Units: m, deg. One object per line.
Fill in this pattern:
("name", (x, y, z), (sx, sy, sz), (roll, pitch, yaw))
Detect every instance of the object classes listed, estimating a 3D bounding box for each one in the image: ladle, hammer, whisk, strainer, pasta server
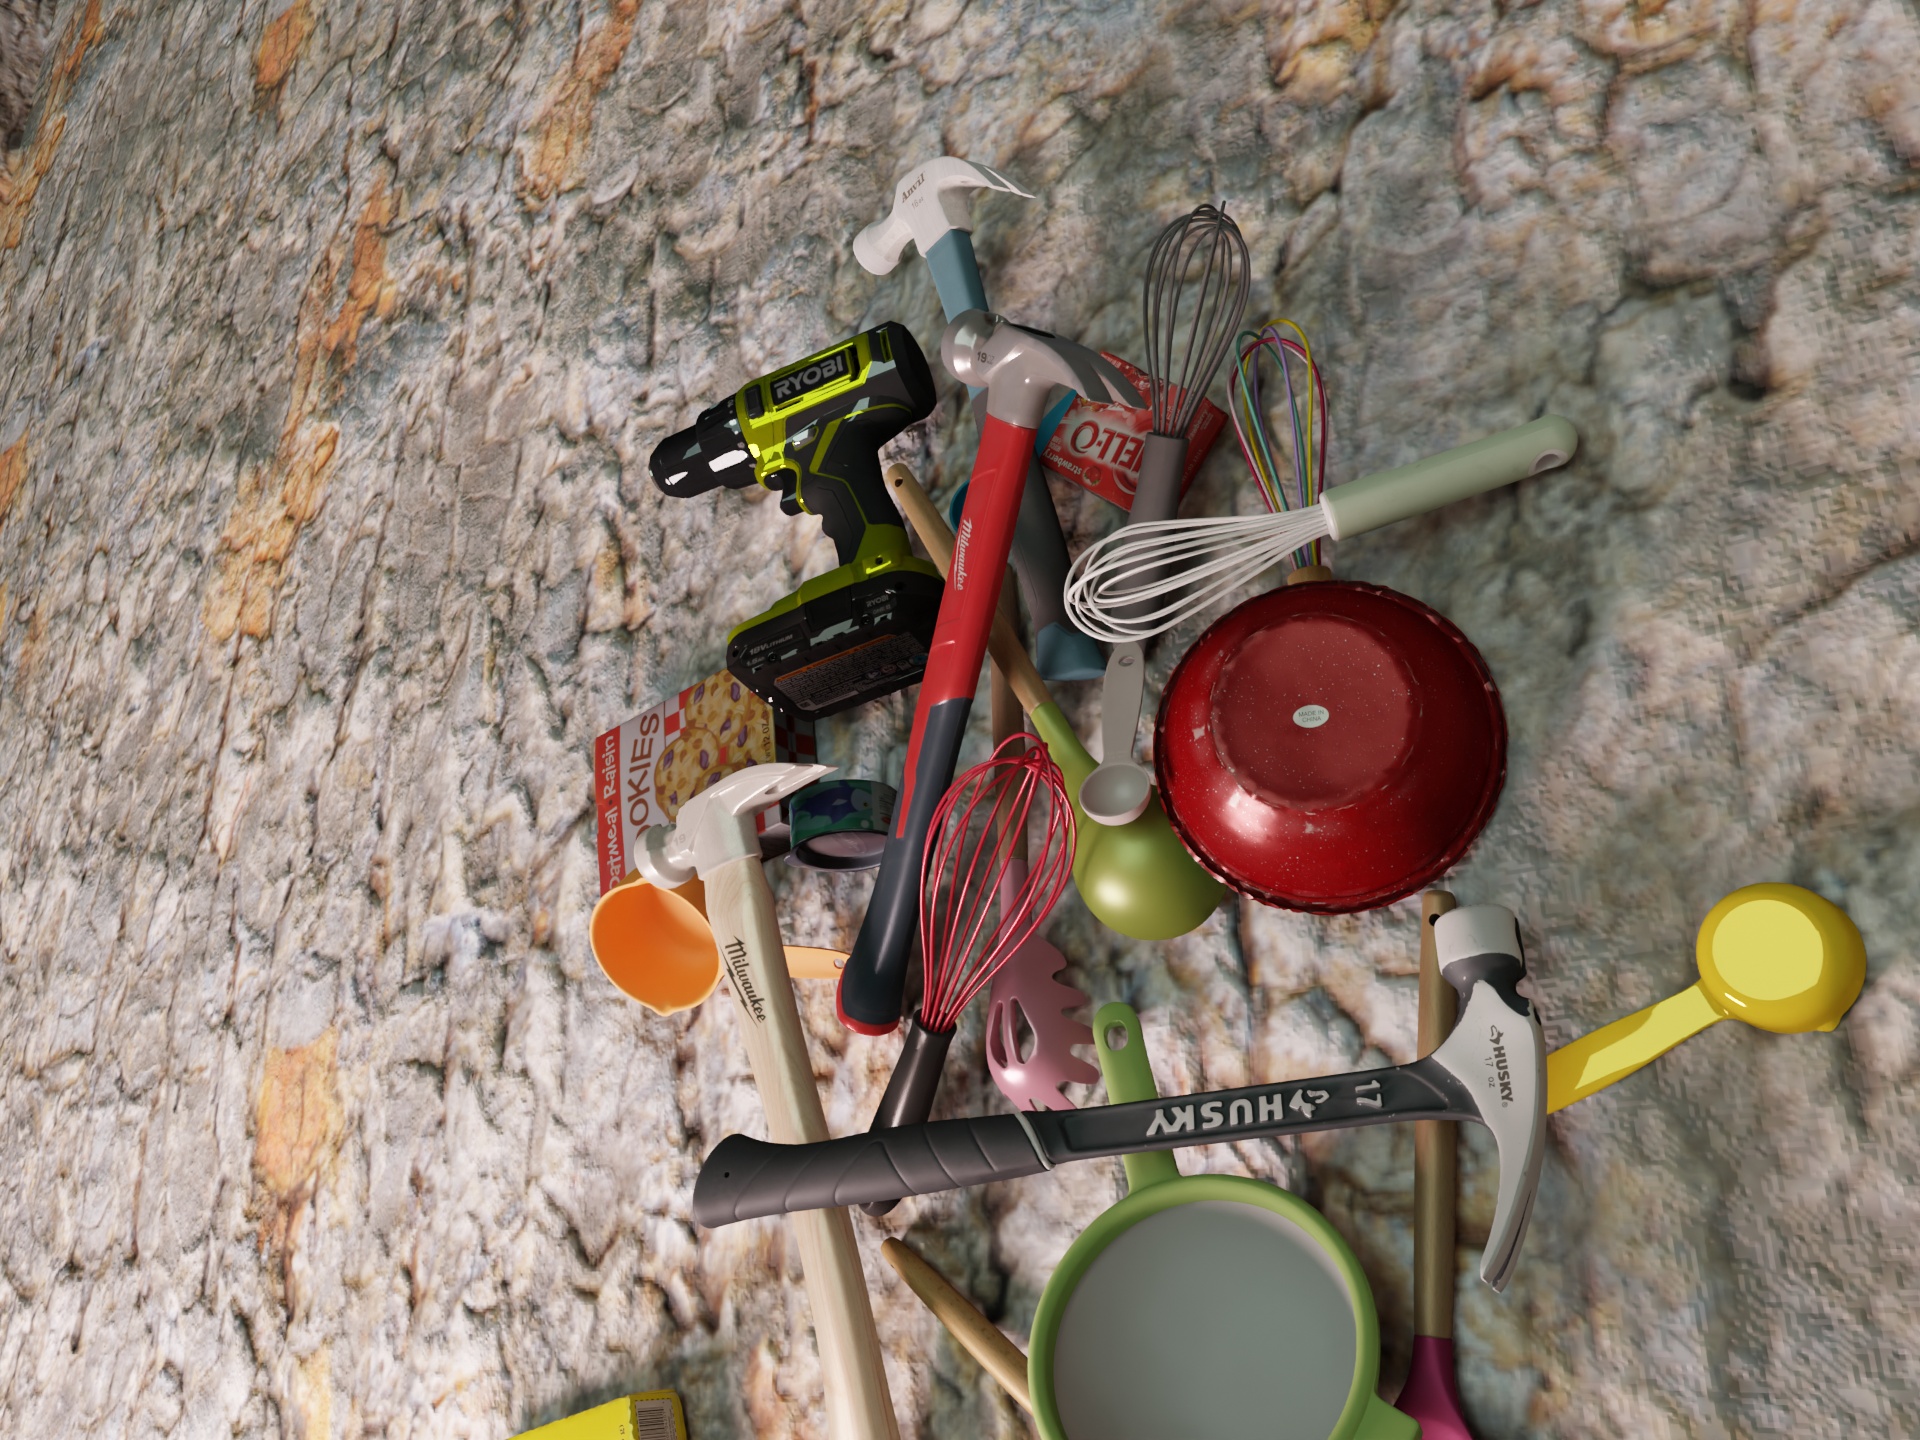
("ladle", (0.055, 0.327, 0.729), (0.031, 0.069, 0.316), (-42, 39, -17))
("hammer", (-0.001, -0.003, 0.807), (0.143, 0.038, 0.386), (41, 123, 53))
("whisk", (0.165, -0.093, 0.746), (0.246, 0.057, 0.059), (-18, 63, 11))
("hammer", (0.052, 0.190, 0.708), (0.409, 0.036, 0.149), (-15, 55, 25))
("whisk", (0.170, -0.094, 0.787), (0.047, 0.051, 0.245), (-18, 66, 28))
("ladle", (0.038, -0.022, 0.839), (0.078, 0.062, 0.320), (-43, 57, 20))
("whisk", (-0.007, 0.137, 0.797), (0.073, 0.073, 0.295), (42, 123, 41))
("whisk", (0.107, -0.144, 0.816), (0.055, 0.055, 0.239), (24, 112, 43))
("strainer", (0.102, 0.242, 0.714), (0.151, 0.069, 0.257), (-24, 39, 11))
("hammer", (0.021, -0.172, 0.903), (0.128, 0.033, 0.331), (-32, 67, 46))
("hammer", (-0.075, 0.225, 0.824), (0.146, 0.038, 0.411), (-29, 69, 38))
("pasta server", (0.032, 0.054, 0.862), (0.060, 0.040, 0.316), (-21, 58, 33))

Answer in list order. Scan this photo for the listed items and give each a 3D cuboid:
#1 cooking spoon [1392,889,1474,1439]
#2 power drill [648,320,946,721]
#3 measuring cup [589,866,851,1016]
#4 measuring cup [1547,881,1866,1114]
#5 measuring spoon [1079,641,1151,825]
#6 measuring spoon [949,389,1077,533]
("cooking spoon", (0.197, 0.229, 0.661), (0.069, 0.017, 0.319), (-5, 72, 34))
("power drill", (-0.097, -0.121, 0.976), (0.190, 0.080, 0.229), (-20, 61, 15))
("measuring cup", (-0.135, 0.129, 0.958), (0.173, 0.052, 0.095), (3, 113, 15))
("measuring cup", (0.276, 0.117, 0.627), (0.156, 0.029, 0.062), (-37, 54, 22))
("measuring spoon", (0.080, 0.006, 0.775), (0.034, 0.018, 0.124), (-8, 41, 18))
("measuring spoon", (0.046, -0.153, 0.934), (0.128, 0.021, 0.042), (-46, 62, 6))
